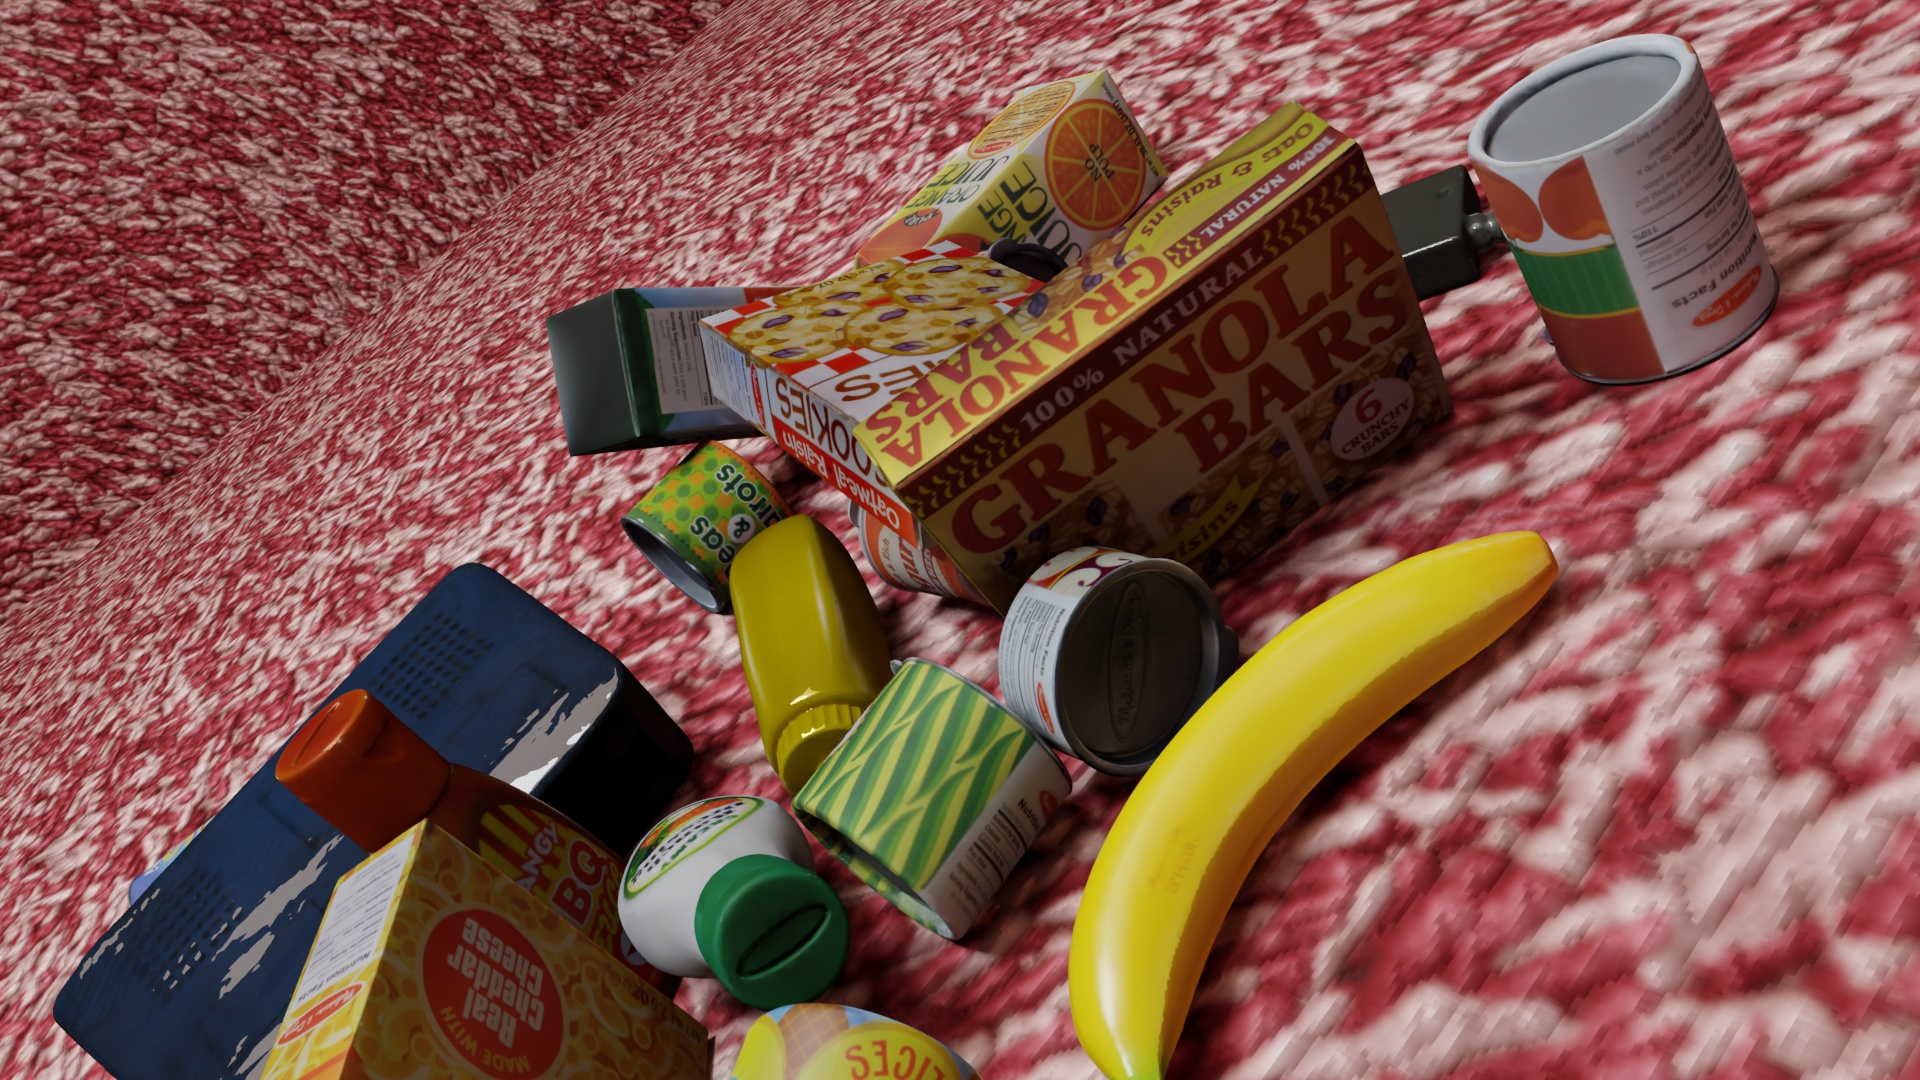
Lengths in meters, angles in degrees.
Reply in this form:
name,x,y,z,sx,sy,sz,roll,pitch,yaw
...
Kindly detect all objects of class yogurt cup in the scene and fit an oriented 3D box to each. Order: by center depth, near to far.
name,x,y,z,sx,sy,sz,roll,pitch,yaw
yogurt cup,0.002,-0.007,0.543,0.072,0.072,0.054,-49,38,-18

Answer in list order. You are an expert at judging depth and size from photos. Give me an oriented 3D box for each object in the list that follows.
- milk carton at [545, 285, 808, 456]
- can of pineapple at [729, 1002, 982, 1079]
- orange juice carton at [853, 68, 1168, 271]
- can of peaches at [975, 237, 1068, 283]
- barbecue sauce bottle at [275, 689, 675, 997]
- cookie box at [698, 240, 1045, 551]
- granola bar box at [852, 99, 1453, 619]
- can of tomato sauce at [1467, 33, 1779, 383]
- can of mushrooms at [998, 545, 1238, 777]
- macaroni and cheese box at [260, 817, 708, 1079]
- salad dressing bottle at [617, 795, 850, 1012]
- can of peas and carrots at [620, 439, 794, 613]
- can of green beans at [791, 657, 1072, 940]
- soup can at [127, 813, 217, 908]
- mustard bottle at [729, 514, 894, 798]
name,x,y,z,sx,sy,sz,roll,pitch,yaw
milk carton,-0.111,-0.092,0.735,0.191,0.073,0.072,-11,2,-42
can of pineapple,-0.030,0.154,0.335,0.071,0.071,0.058,-19,33,32
orange juice carton,0.016,-0.162,0.745,0.193,0.071,0.073,-48,29,-19
can of peaches,0.016,-0.109,0.669,0.071,0.071,0.058,-50,29,-22
barbecue sauce bottle,-0.157,0.110,0.462,0.043,0.148,0.065,-24,31,27
cookie box,-0.009,-0.065,0.540,0.123,0.040,0.168,-23,35,-25
granola bar box,0.068,-0.039,0.444,0.165,0.124,0.039,-37,44,4
can of tomato sauce,0.201,-0.101,0.427,0.071,0.083,0.071,-28,30,18
can of mushrooms,0.048,0.036,0.425,0.071,0.071,0.033,-48,28,-18
macaroni and cheese box,-0.124,0.172,0.359,0.040,0.123,0.167,-35,28,13
salad dressing bottle,-0.069,0.109,0.425,0.064,0.044,0.147,-33,6,-19
can of peas and carrots,-0.122,-0.007,0.682,0.059,0.070,0.071,-48,29,-19
can of green beans,-0.009,0.079,0.424,0.058,0.071,0.071,-50,30,-20
soup can,-0.360,0.165,0.701,0.084,0.071,0.071,-40,28,-4
mustard bottle,-0.053,0.052,0.519,0.049,0.065,0.161,-30,33,7
